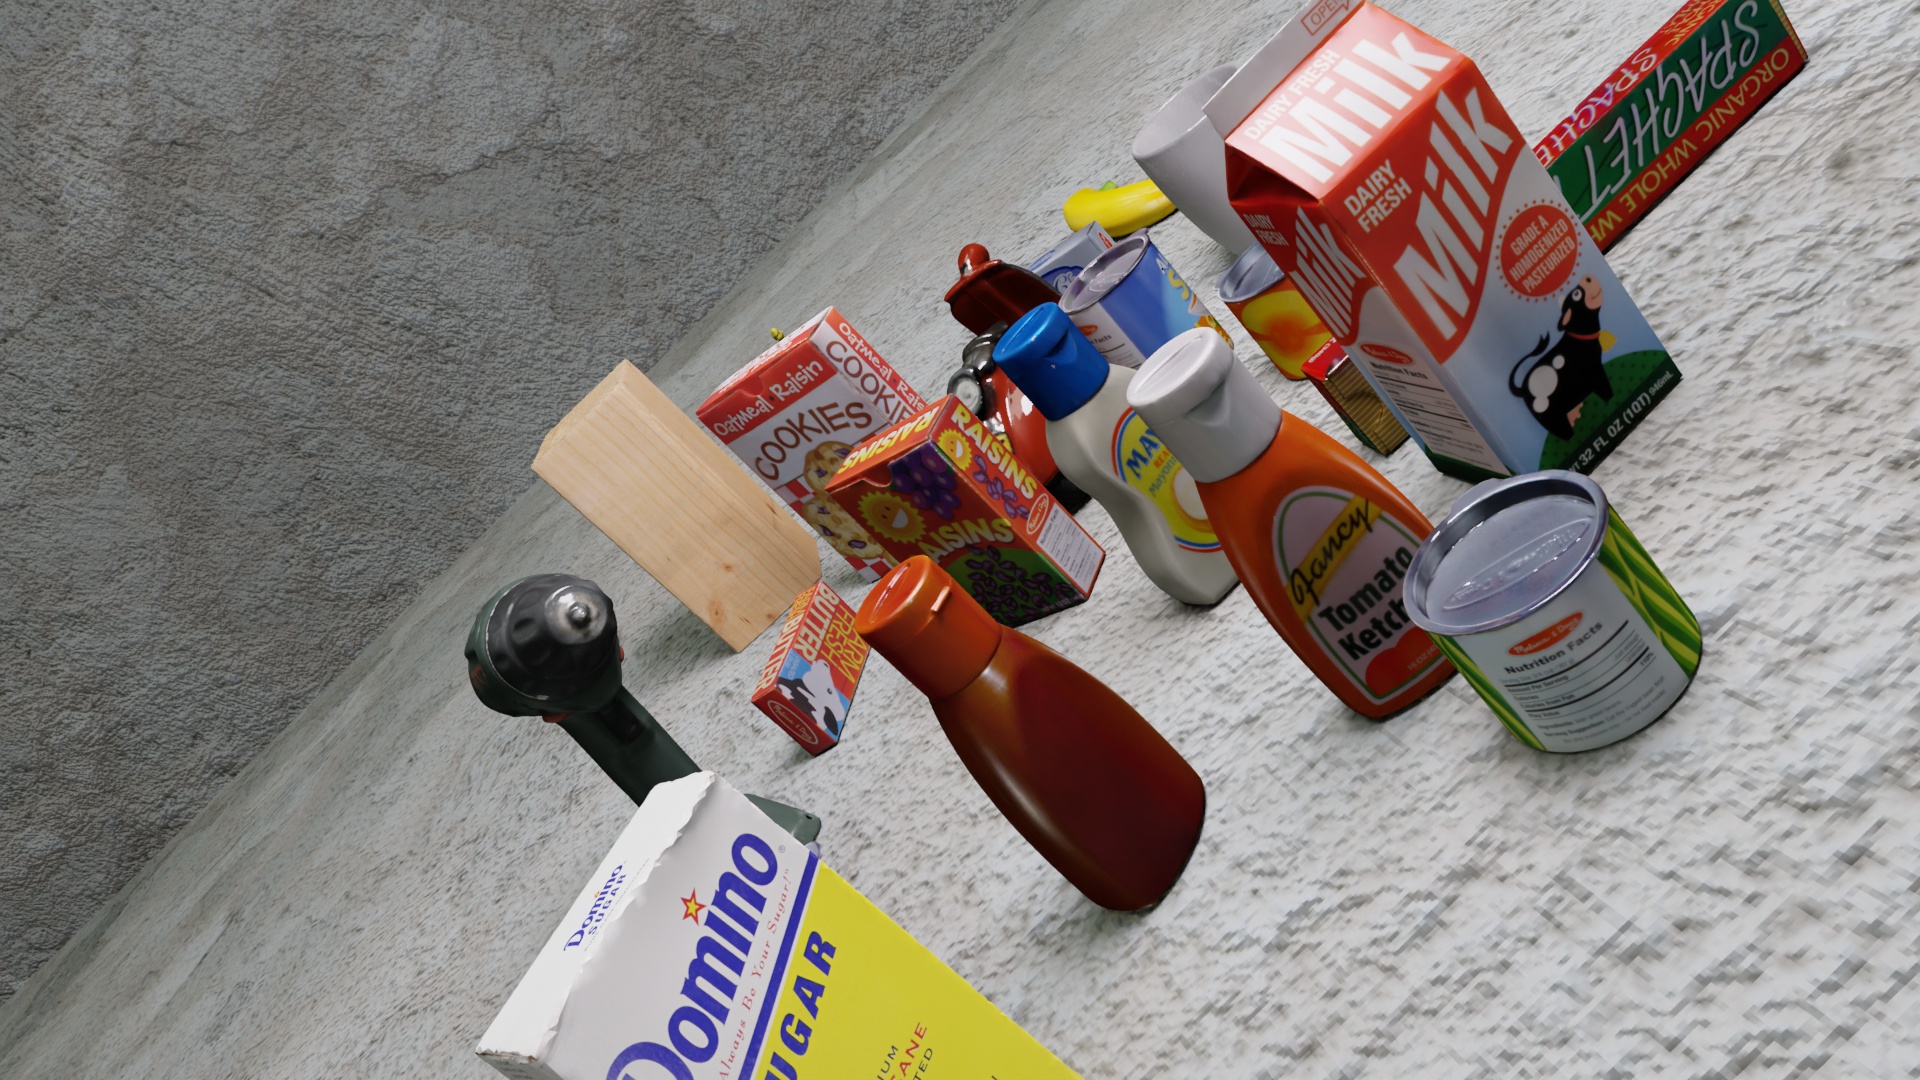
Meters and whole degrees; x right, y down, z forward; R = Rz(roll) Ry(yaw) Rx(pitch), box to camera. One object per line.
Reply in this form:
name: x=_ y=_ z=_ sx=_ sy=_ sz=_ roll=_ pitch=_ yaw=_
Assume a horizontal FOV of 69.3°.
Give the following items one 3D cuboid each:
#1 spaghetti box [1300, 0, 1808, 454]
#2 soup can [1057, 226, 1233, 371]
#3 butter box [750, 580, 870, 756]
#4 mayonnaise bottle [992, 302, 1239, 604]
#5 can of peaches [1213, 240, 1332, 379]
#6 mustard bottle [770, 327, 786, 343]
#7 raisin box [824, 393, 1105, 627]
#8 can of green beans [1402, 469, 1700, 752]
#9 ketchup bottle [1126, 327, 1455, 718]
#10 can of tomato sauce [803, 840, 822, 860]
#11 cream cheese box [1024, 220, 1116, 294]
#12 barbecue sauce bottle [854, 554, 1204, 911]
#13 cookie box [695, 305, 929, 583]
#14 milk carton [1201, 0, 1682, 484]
spaghetti box: x=0.257 y=-0.141 z=0.604 sx=0.250 sy=0.050 sz=0.029 roll=-44 pitch=20 yaw=3
soup can: x=0.110 y=-0.128 z=0.809 sx=0.071 sy=0.083 sz=0.072 roll=-38 pitch=21 yaw=18
butter box: x=-0.087 y=0.075 z=0.836 sx=0.024 sy=0.053 sz=0.104 roll=-33 pitch=23 yaw=30
mayonnaise bottle: x=0.075 y=-0.040 z=0.612 sx=0.065 sy=0.148 sz=0.041 roll=-51 pitch=21 yaw=-16
can of peaches: x=0.175 y=-0.125 z=0.717 sx=0.071 sy=0.058 sz=0.071 roll=-38 pitch=21 yaw=18
mustard bottle: x=-0.079 y=-0.096 z=0.999 sx=0.048 sy=0.160 sz=0.065 roll=-22 pitch=30 yaw=47
raisin box: x=0.003 y=-0.009 z=0.727 sx=0.086 sy=0.123 sz=0.040 roll=-24 pitch=29 yaw=45
can of green beans: x=0.180 y=0.022 z=0.424 sx=0.071 sy=0.057 sz=0.071 roll=-38 pitch=21 yaw=18
ketchup bottle: x=0.115 y=-0.008 z=0.472 sx=0.064 sy=0.148 sz=0.044 roll=-43 pitch=20 yaw=6
can of tomato sauce: x=-0.052 y=0.170 z=0.542 sx=0.071 sy=0.083 sz=0.071 roll=-38 pitch=21 yaw=18
cream cheese box: x=0.077 y=-0.190 z=1.038 sx=0.103 sy=0.053 sz=0.024 roll=-27 pitch=26 yaw=39
barbecue sauce bottle: x=0.025 y=0.067 z=0.500 sx=0.043 sy=0.148 sz=0.065 roll=-20 pitch=31 yaw=49
cookie box: x=-0.070 y=-0.057 z=0.895 sx=0.122 sy=0.167 sz=0.040 roll=-26 pitch=27 yaw=42
milk carton: x=0.168 y=-0.107 z=0.504 sx=0.072 sy=0.190 sz=0.073 roll=-45 pitch=20 yaw=-1
